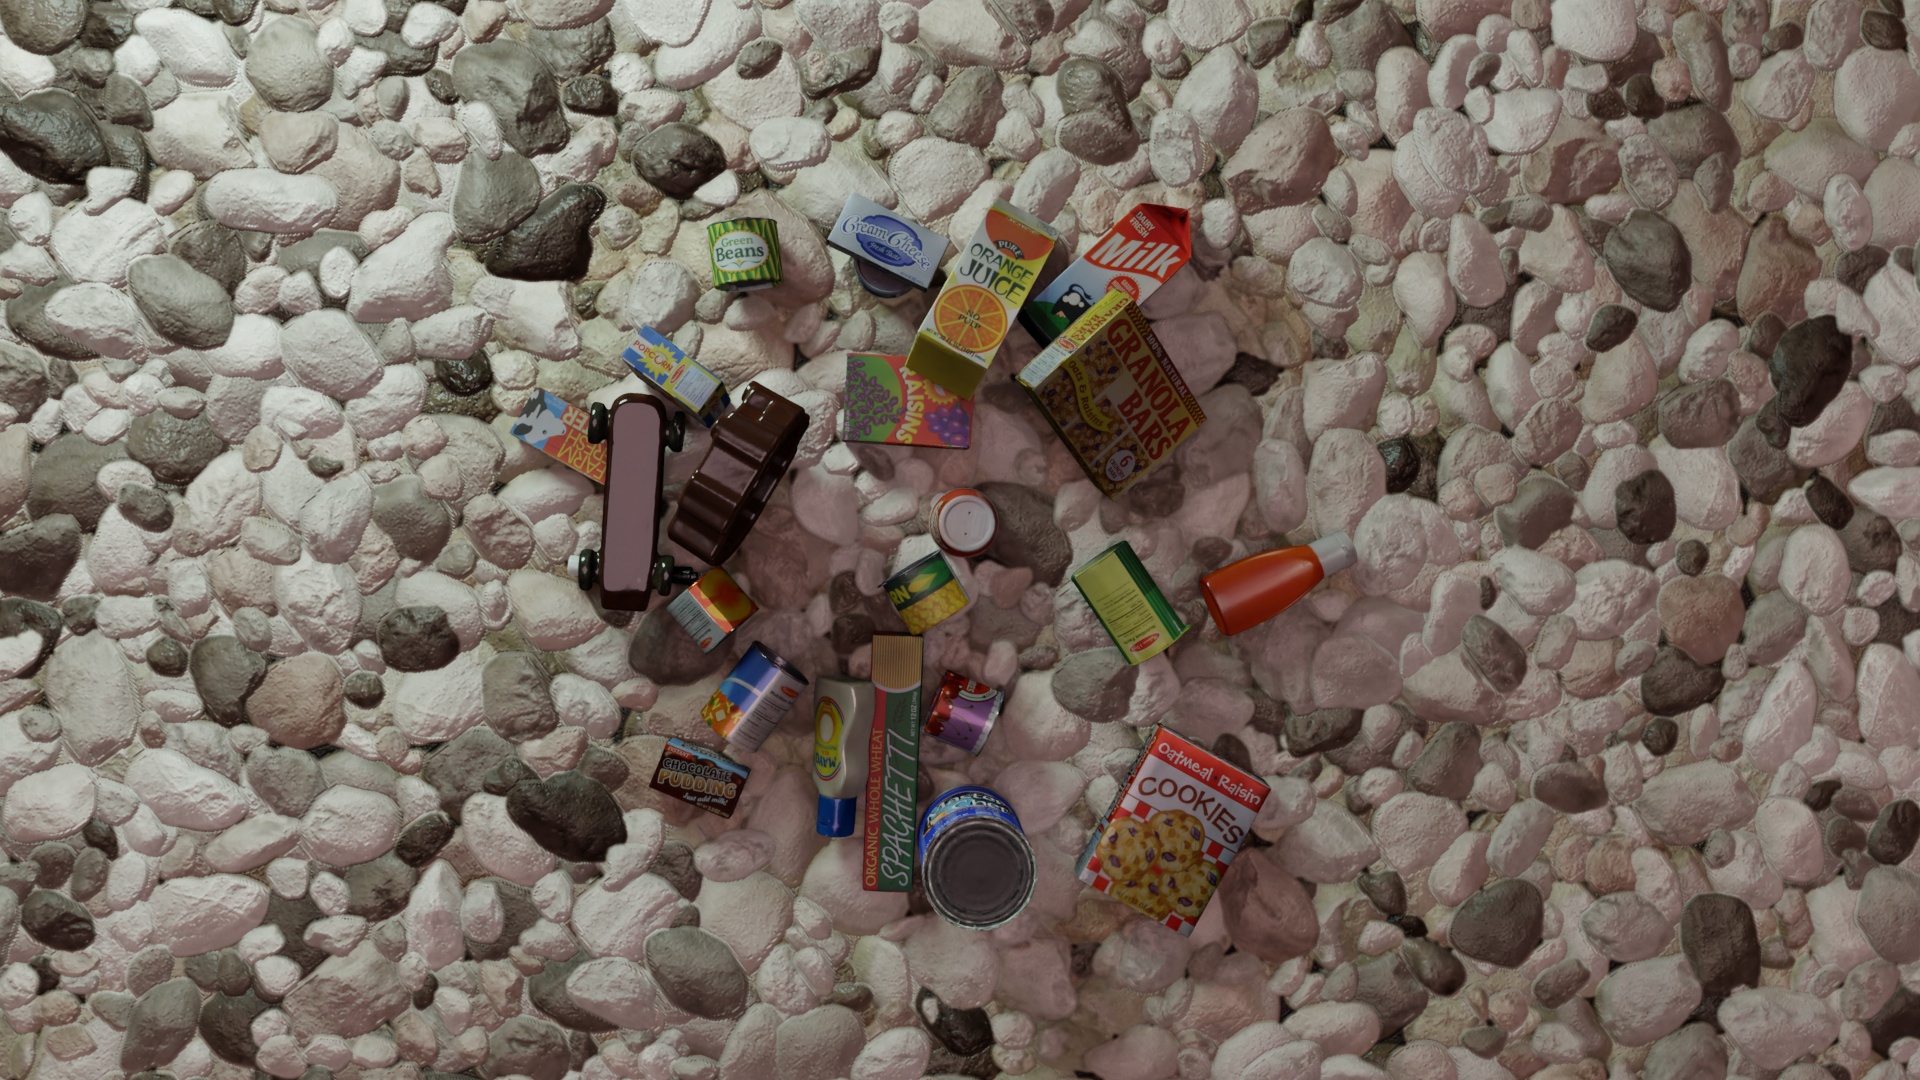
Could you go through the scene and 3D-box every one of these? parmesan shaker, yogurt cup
[{"bbox_3d":[0.162,0.058,1.327,0.071,0.071,0.103,-34,92,-2],"label":"parmesan shaker"},{"bbox_3d":[0.005,-0.017,1.324,0.072,0.054,0.072,0,91,-4],"label":"yogurt cup"}]

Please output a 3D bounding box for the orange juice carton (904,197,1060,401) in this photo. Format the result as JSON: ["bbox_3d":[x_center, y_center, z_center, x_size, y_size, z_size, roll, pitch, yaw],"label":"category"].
[{"bbox_3d":[0.026,-0.235,1.299,0.072,0.072,0.193,28,68,-3],"label":"orange juice carton"}]

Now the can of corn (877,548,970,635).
[{"bbox_3d":[-0.034,0.050,1.315,0.071,0.071,0.058,-31,93,-3],"label":"can of corn"}]

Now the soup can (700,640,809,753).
[{"bbox_3d":[-0.195,0.146,1.308,0.071,0.071,0.084,38,89,-3],"label":"soup can"}]

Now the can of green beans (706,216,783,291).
[{"bbox_3d":[-0.202,-0.267,1.303,0.071,0.071,0.058,-7,91,-3],"label":"can of green beans"}]

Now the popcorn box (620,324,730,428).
[{"bbox_3d":[-0.258,-0.147,1.270,0.085,0.126,0.038,37,85,-4],"label":"popcorn box"}]

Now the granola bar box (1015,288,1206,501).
[{"bbox_3d":[0.143,-0.134,1.296,0.124,0.039,0.165,-42,129,-2],"label":"granola bar box"}]

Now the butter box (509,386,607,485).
[{"bbox_3d":[-0.367,-0.098,1.315,0.103,0.024,0.053,29,89,-3],"label":"butter box"}]

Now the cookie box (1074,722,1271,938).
[{"bbox_3d":[0.205,0.279,1.346,0.123,0.040,0.167,29,90,-3],"label":"cookie box"}]

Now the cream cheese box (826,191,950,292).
[{"bbox_3d":[-0.067,-0.279,1.298,0.104,0.024,0.053,25,87,-3],"label":"cream cheese box"}]

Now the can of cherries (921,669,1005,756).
[{"bbox_3d":[0.003,0.161,1.318,0.058,0.071,0.071,23,89,-2],"label":"can of cherries"}]

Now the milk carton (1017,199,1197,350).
[{"bbox_3d":[0.150,-0.253,1.322,0.190,0.072,0.073,-43,93,-2],"label":"milk carton"}]

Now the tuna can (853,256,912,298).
[{"bbox_3d":[-0.071,-0.267,1.328,0.071,0.033,0.071,0,90,-4],"label":"tuna can"}]

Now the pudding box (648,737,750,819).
[{"bbox_3d":[-0.247,0.226,1.322,0.084,0.030,0.049,23,88,-4],"label":"pudding box"}]

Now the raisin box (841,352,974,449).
[{"bbox_3d":[-0.049,-0.133,1.327,0.123,0.040,0.086,3,89,-4],"label":"raisin box"}]

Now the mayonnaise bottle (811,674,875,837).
[{"bbox_3d":[-0.114,0.204,1.315,0.041,0.065,0.148,2,93,-45],"label":"mayonnaise bottle"}]

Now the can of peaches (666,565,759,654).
[{"bbox_3d":[-0.231,0.063,1.305,0.071,0.071,0.058,-41,93,-2],"label":"can of peaches"}]

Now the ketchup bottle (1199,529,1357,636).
[{"bbox_3d":[0.311,0.036,1.348,0.149,0.043,0.064,-24,93,-3],"label":"ketchup bottle"}]

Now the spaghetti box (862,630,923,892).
[{"bbox_3d":[-0.065,0.213,1.334,0.050,0.028,0.250,2,90,-3],"label":"spaghetti box"}]
